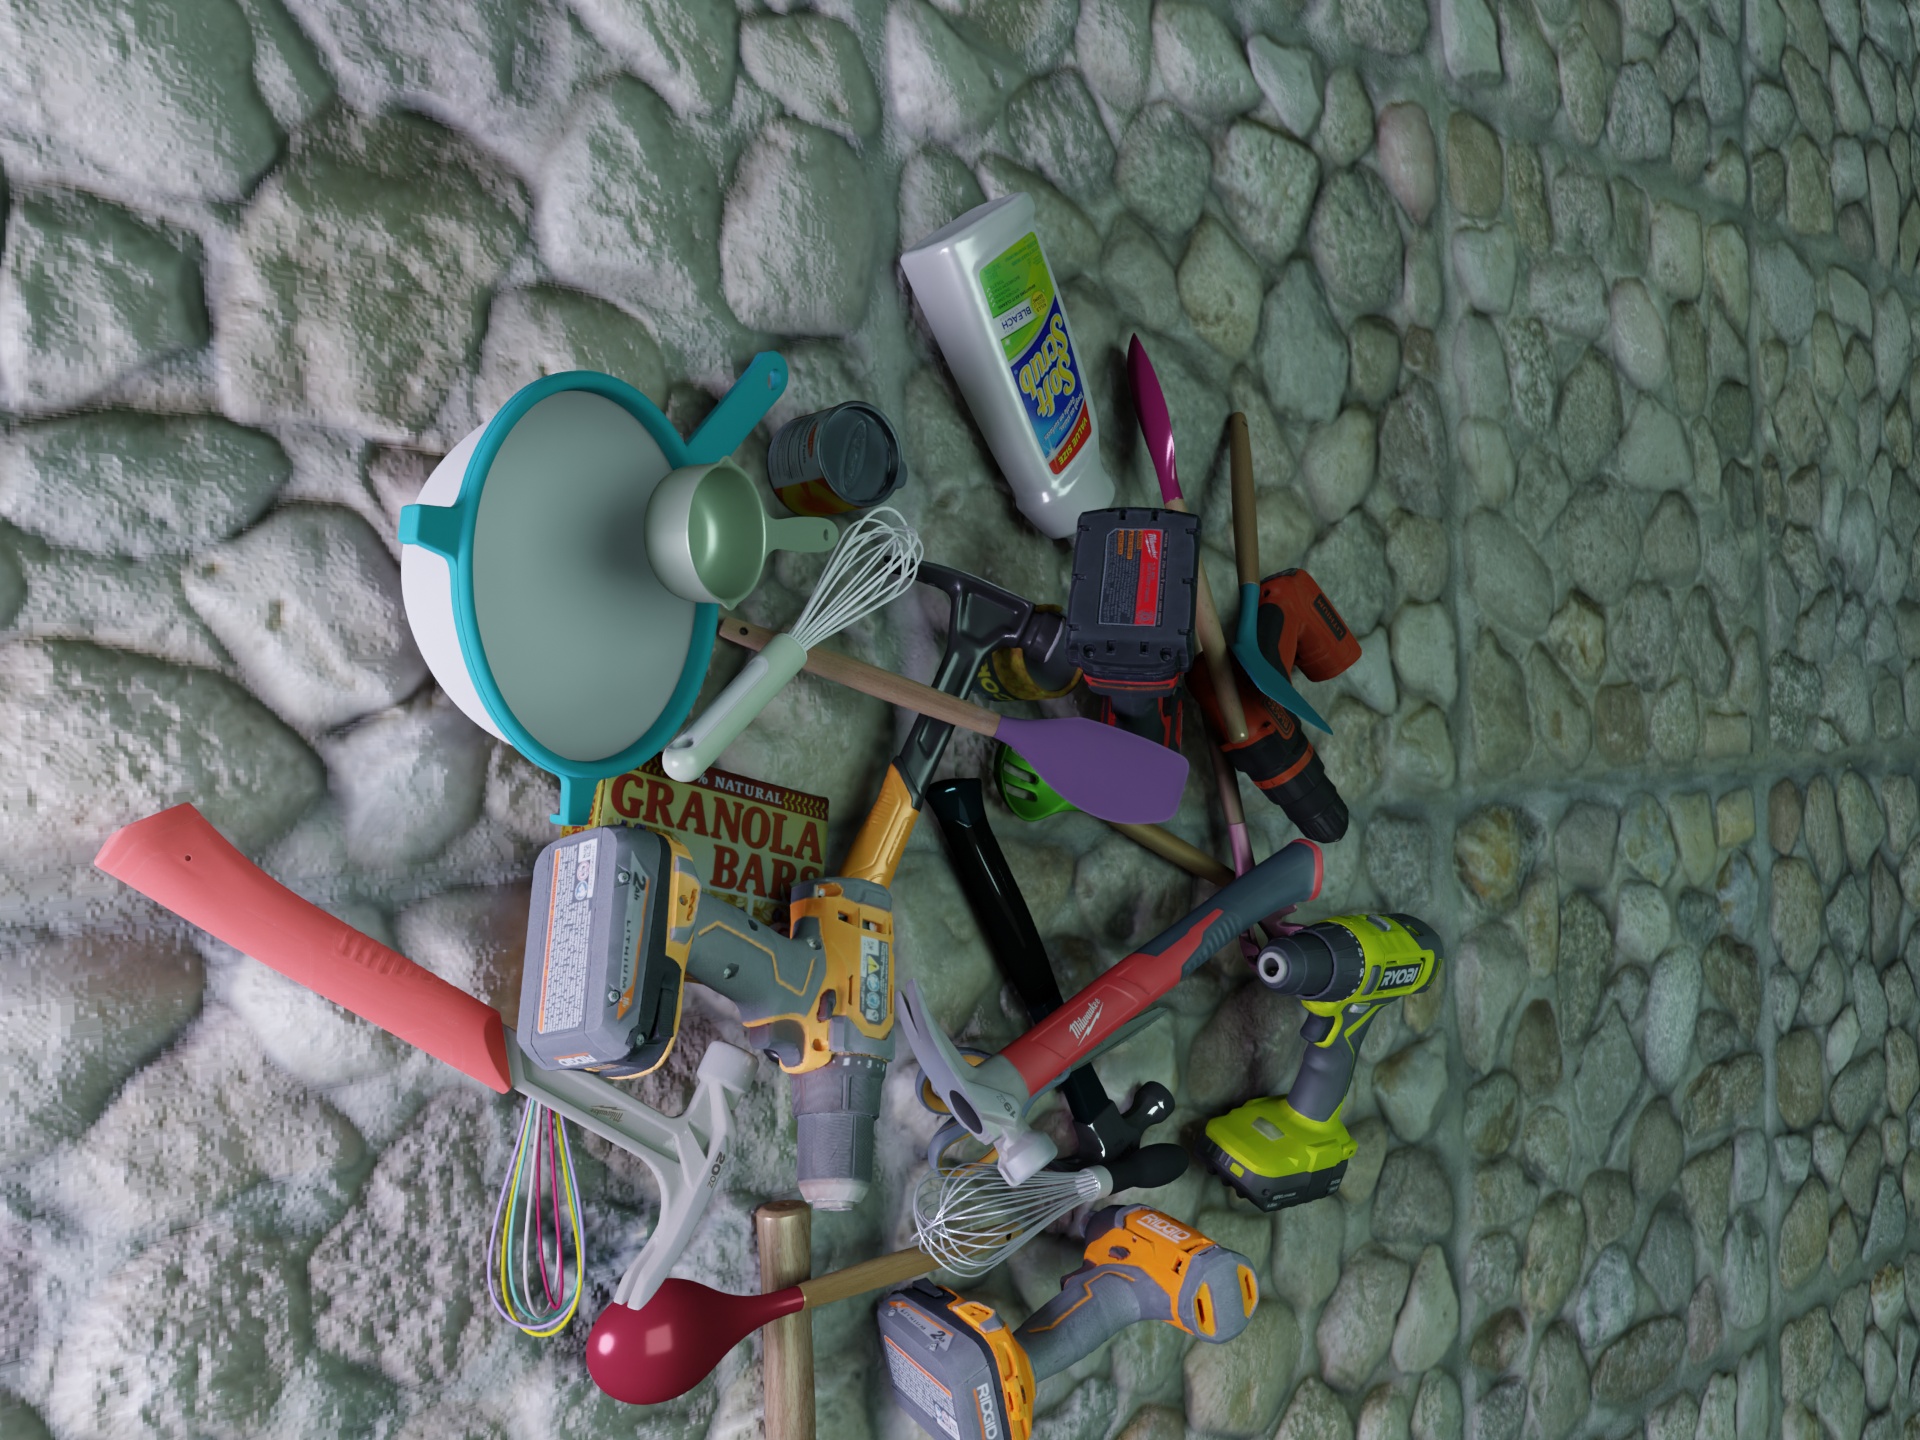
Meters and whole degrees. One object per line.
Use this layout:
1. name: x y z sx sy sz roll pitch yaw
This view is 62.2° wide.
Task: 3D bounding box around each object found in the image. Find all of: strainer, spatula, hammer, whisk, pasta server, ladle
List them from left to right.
1. hammer: -0.272 0.161 0.816 0.358 0.037 0.149 38 61 -25
2. whisk: -0.227 0.215 0.882 0.051 0.047 0.245 5 82 -39
3. strainer: -0.202 -0.116 0.887 0.341 0.095 0.210 -62 144 -45
4. hammer: -0.102 0.466 0.987 0.130 0.031 0.331 -1 89 -40
5. whisk: -0.097 -0.048 0.949 0.246 0.058 0.059 -51 136 -37
6. ladle: -0.079 0.349 0.975 0.315 0.031 0.069 -2 89 -41
7. hammer: -0.052 0.060 1.018 0.127 0.034 0.337 23 79 -1
8. spatula: -0.002 -0.003 1.004 0.315 0.018 0.060 21 80 -11
9. hammer: 0.053 0.183 1.125 0.128 0.033 0.330 -36 111 -36
10. whisk: 0.071 0.320 1.077 0.284 0.070 0.070 4 86 -47
11. hammer: 0.126 0.162 1.117 0.386 0.038 0.143 -28 77 -39
12. pasta server: 0.216 0.053 1.246 0.060 0.040 0.316 -13 91 -35
13. spatula: 0.226 -0.123 1.198 0.082 0.044 0.318 28 48 -31

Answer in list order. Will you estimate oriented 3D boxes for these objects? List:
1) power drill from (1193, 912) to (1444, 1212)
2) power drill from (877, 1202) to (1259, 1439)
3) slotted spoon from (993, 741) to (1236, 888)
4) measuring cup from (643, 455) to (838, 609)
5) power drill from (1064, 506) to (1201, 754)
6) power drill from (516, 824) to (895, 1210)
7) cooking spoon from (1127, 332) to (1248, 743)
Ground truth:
1. power drill: 0.264 0.253 1.211 0.190 0.080 0.228 3 111 -44
2. power drill: 0.064 0.392 1.065 0.226 0.164 0.084 -15 99 -27
3. slotted spoon: 0.128 0.081 1.195 0.313 0.031 0.070 29 68 -38
4. measuring cup: -0.122 -0.106 0.904 0.167 0.038 0.083 -14 104 -66
5. power drill: 0.124 -0.057 1.097 0.226 0.080 0.188 75 20 -61
6. power drill: -0.122 0.162 0.854 0.226 0.084 0.185 23 59 -45
7. cooking spoon: 0.163 -0.136 1.163 0.017 0.068 0.319 -13 76 -4
